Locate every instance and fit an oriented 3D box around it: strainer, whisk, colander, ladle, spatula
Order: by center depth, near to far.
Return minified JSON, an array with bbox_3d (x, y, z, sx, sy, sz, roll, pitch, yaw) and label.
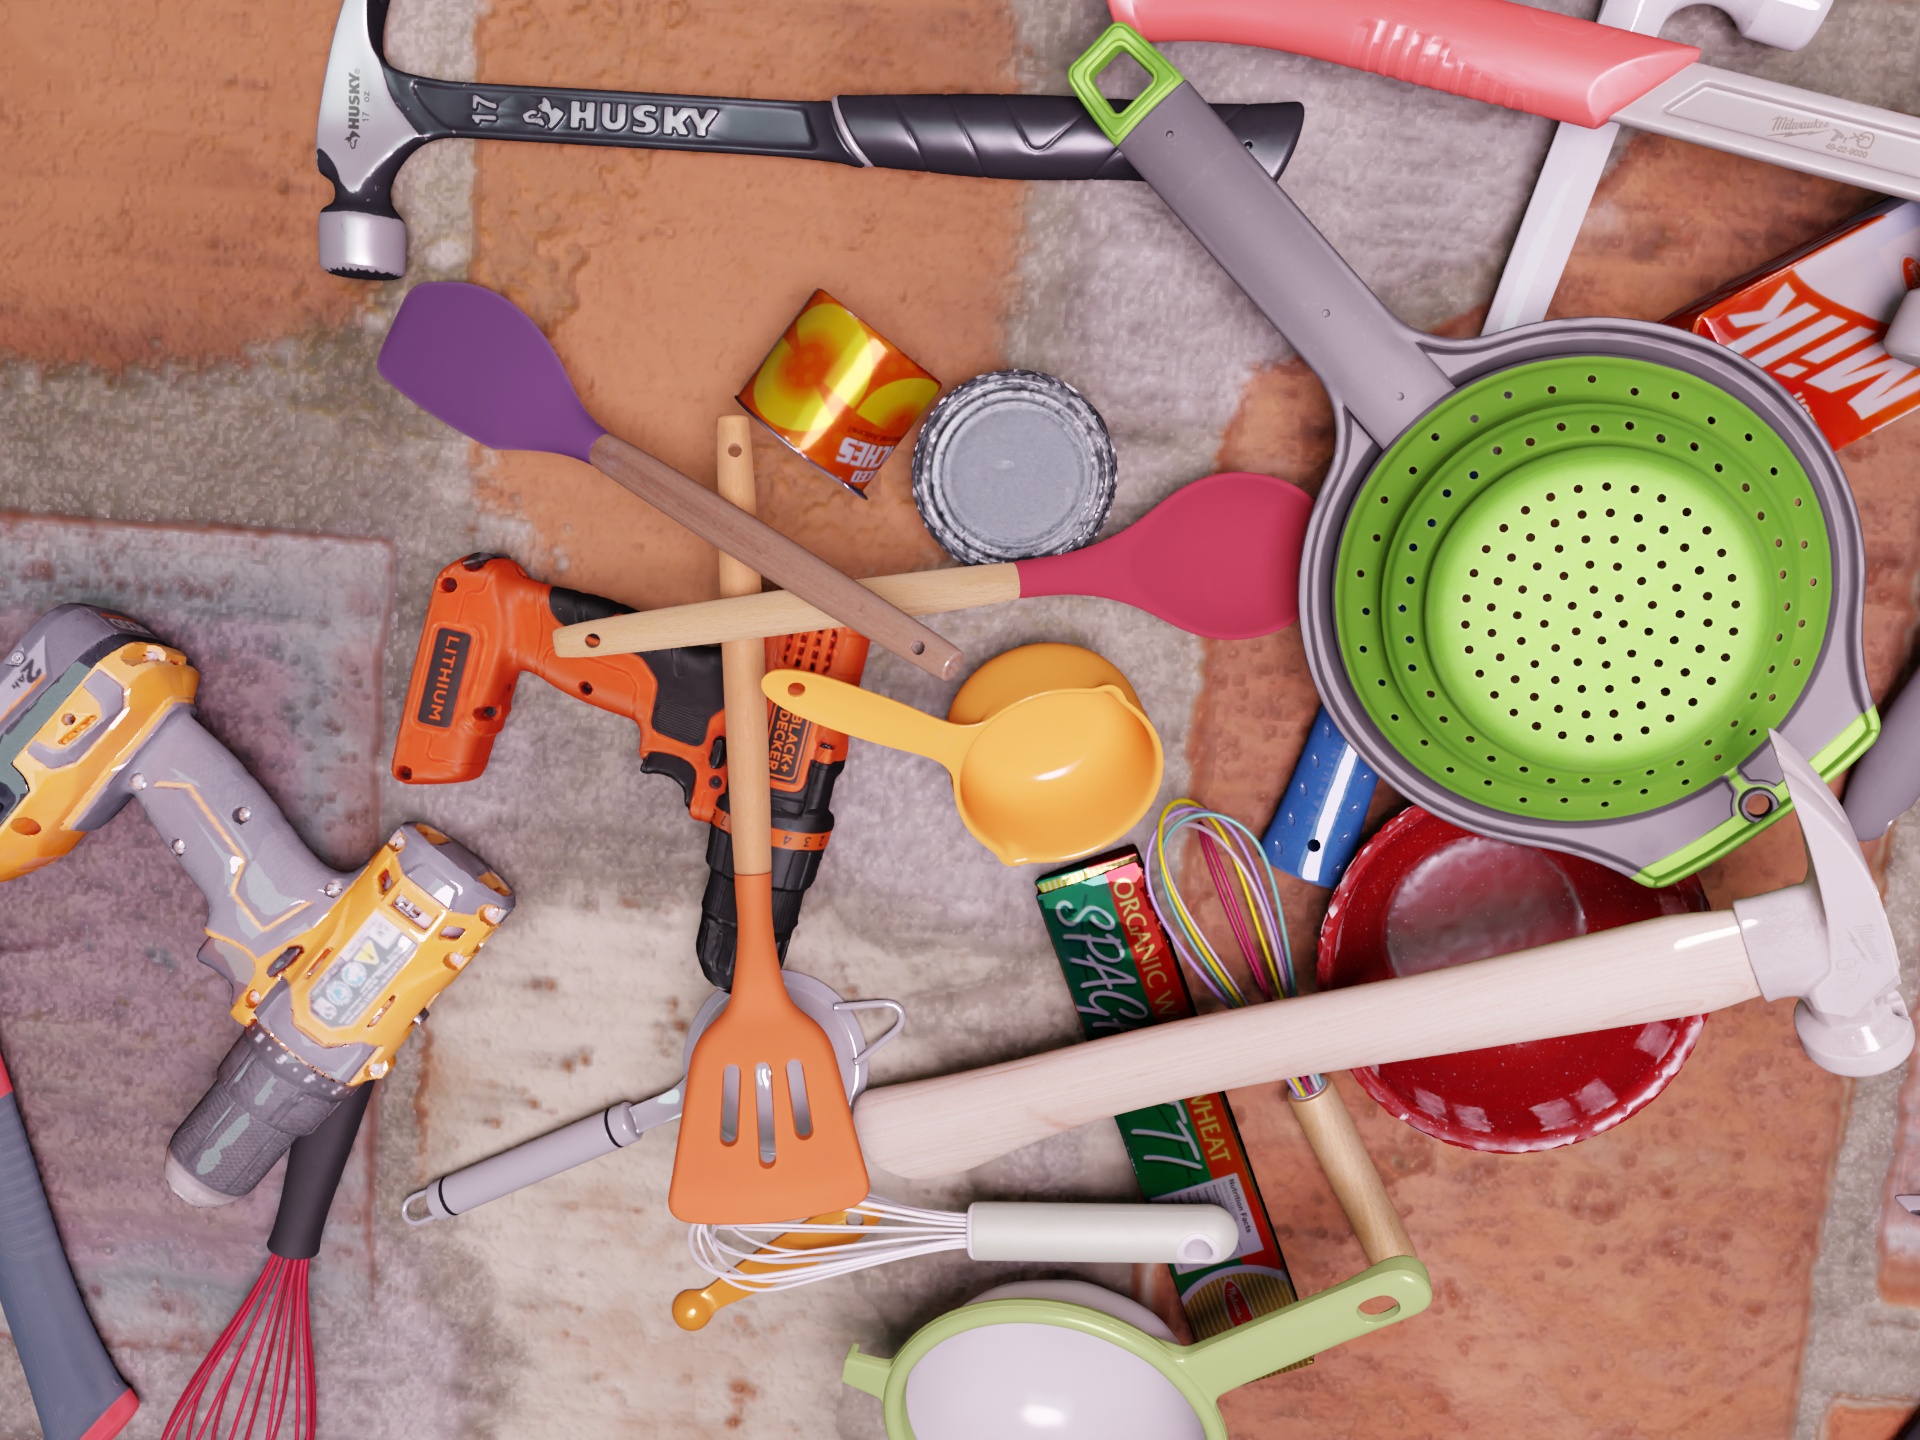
[{"bbox_3d":[0.171,-0.105,0.576,0.204,0.094,0.397,-41,87,18],"label":"colander"},{"bbox_3d":[0.412,-0.052,0.629,0.055,0.055,0.238,17,117,1],"label":"whisk"},{"bbox_3d":[-0.125,-0.099,0.637,0.316,0.018,0.060,33,100,22],"label":"spatula"},{"bbox_3d":[-0.003,-0.051,0.638,0.315,0.031,0.069,-8,99,-9],"label":"ladle"},{"bbox_3d":[-0.084,0.039,0.644,0.081,0.041,0.322,-3,94,-7],"label":"spatula"},{"bbox_3d":[0.086,0.269,0.687,0.256,0.069,0.151,-33,104,23],"label":"strainer"},{"bbox_3d":[0.147,0.141,0.700,0.051,0.047,0.245,-25,101,14],"label":"whisk"},{"bbox_3d":[-0.002,0.225,0.704,0.246,0.059,0.057,-2,117,9],"label":"whisk"},{"bbox_3d":[-0.147,0.183,0.726,0.258,0.050,0.087,-24,81,10],"label":"strainer"},{"bbox_3d":[-0.317,0.264,0.741,0.073,0.073,0.296,17,93,1],"label":"whisk"}]

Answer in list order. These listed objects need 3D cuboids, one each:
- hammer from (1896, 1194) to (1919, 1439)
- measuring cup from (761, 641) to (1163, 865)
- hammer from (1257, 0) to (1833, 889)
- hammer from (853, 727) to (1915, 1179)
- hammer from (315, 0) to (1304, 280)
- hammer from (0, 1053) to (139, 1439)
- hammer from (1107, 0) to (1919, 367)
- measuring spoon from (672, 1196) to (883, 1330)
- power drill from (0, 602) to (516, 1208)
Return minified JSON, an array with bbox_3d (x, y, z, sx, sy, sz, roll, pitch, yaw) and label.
[{"bbox_3d":[0.405,0.365,0.717,0.146,0.035,0.334,33,99,-2],"label":"hammer"},{"bbox_3d":[-0.001,-0.002,0.655,0.173,0.052,0.095,18,118,-19],"label":"measuring cup"},{"bbox_3d":[0.206,-0.125,0.654,0.144,0.035,0.405,20,100,6],"label":"hammer"},{"bbox_3d":[0.133,0.117,0.622,0.410,0.038,0.146,-18,124,24],"label":"hammer"},{"bbox_3d":[-0.065,-0.250,0.660,0.409,0.036,0.149,4,97,3],"label":"hammer"},{"bbox_3d":[-0.479,0.173,0.747,0.143,0.038,0.386,-12,97,7],"label":"hammer"},{"bbox_3d":[0.221,-0.253,0.590,0.359,0.036,0.149,22,103,16],"label":"hammer"},{"bbox_3d":[-0.086,0.255,0.745,0.117,0.011,0.021,-31,95,8],"label":"measuring spoon"},{"bbox_3d":[-0.337,0.082,0.689,0.226,0.084,0.185,39,85,-4],"label":"power drill"}]
